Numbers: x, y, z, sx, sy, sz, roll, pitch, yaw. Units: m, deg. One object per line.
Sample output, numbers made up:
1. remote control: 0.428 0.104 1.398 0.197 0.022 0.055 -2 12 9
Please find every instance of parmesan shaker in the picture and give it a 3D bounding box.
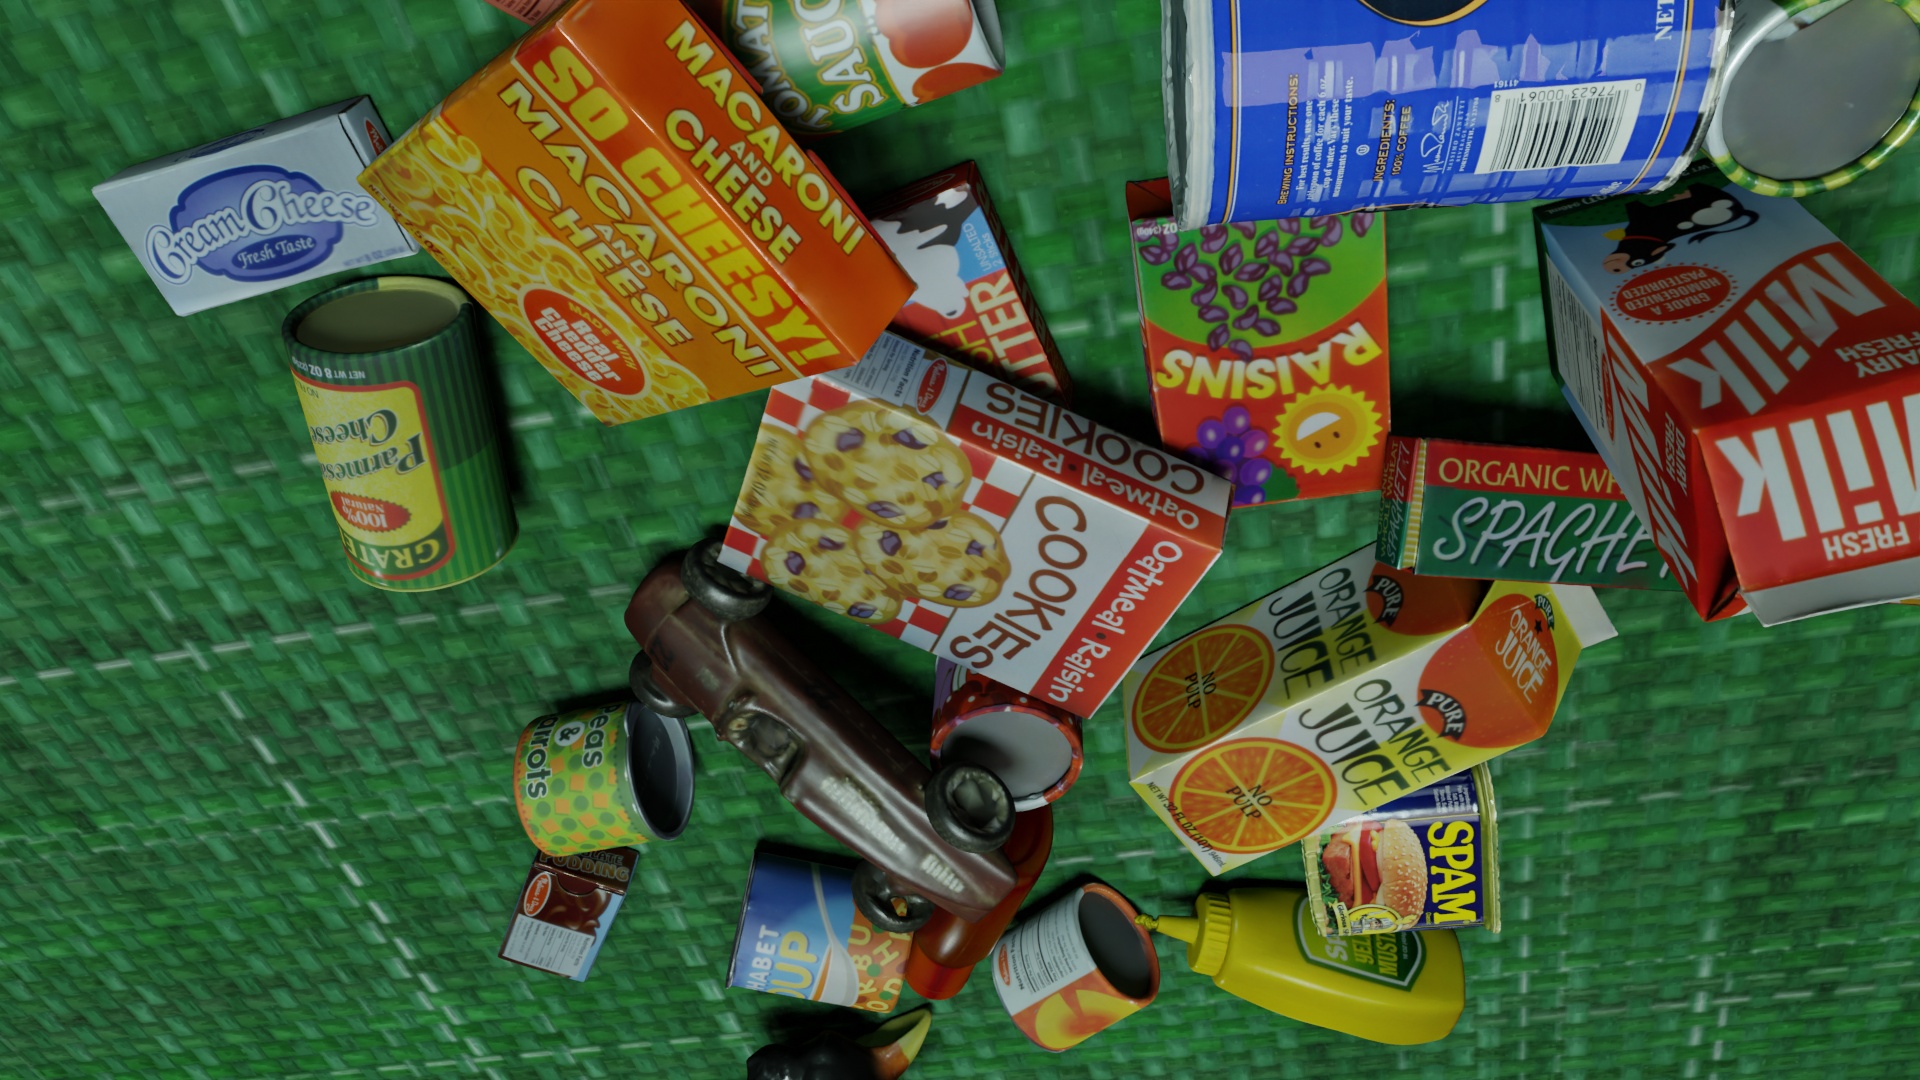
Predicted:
1. parmesan shaker: -0.214 -0.041 0.530 0.071 0.072 0.102 2 126 2

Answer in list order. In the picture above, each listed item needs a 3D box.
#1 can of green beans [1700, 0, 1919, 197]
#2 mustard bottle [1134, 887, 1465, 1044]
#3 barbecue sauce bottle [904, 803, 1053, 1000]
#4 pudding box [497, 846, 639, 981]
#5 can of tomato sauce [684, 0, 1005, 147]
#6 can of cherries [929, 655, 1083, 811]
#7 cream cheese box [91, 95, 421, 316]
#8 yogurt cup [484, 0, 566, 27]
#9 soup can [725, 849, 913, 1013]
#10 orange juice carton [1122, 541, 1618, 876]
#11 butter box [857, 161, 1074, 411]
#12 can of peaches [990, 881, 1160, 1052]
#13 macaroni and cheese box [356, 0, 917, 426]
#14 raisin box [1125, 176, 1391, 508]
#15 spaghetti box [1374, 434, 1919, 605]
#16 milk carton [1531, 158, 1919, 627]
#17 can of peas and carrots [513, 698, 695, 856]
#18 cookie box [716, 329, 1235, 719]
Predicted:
1. can of green beans: 0.256 -0.148 0.431 0.071 0.058 0.071 1 126 2
2. mustard bottle: 0.166 0.205 0.691 0.160 0.066 0.048 11 130 0
3. barbecue sauce bottle: 0.004 0.176 0.681 0.044 0.065 0.147 15 134 -5
4. pudding box: -0.203 0.189 0.719 0.050 0.030 0.083 21 124 -11
5. can of tomato sauce: -0.035 -0.162 0.429 0.083 0.071 0.071 -15 124 13
6. can of cherries: 0.020 0.074 0.605 0.071 0.059 0.071 2 127 2
7. cream cheese box: -0.249 -0.119 0.500 0.104 0.024 0.053 -12 124 11
8. yogurt cup: -0.124 -0.187 0.421 0.054 0.073 0.072 31 122 -28
9. soup can: -0.070 0.198 0.692 0.084 0.072 0.071 13 126 -6
10. orange juice carton: 0.167 0.058 0.577 0.192 0.073 0.071 -30 119 22
11. butter box: 0.000 -0.083 0.513 0.053 0.024 0.103 -18 123 16
12. can of peaches: 0.060 0.215 0.703 0.071 0.071 0.058 39 119 -23
13. macaroni and cheese box: -0.109 -0.101 0.445 0.166 0.040 0.123 -4 135 50
14. raisin box: 0.110 -0.073 0.506 0.086 0.040 0.122 -8 124 9
15. spaghetti box: 0.273 -0.007 0.515 0.250 0.029 0.050 3 96 -11
16. milk carton: 0.242 -0.042 0.426 0.072 0.191 0.073 -14 124 13
17. can of peas and carrots: -0.163 0.106 0.634 0.059 0.071 0.070 -11 125 12
18. cookie box: 0.002 -0.007 0.531 0.167 0.040 0.122 23 139 -4
